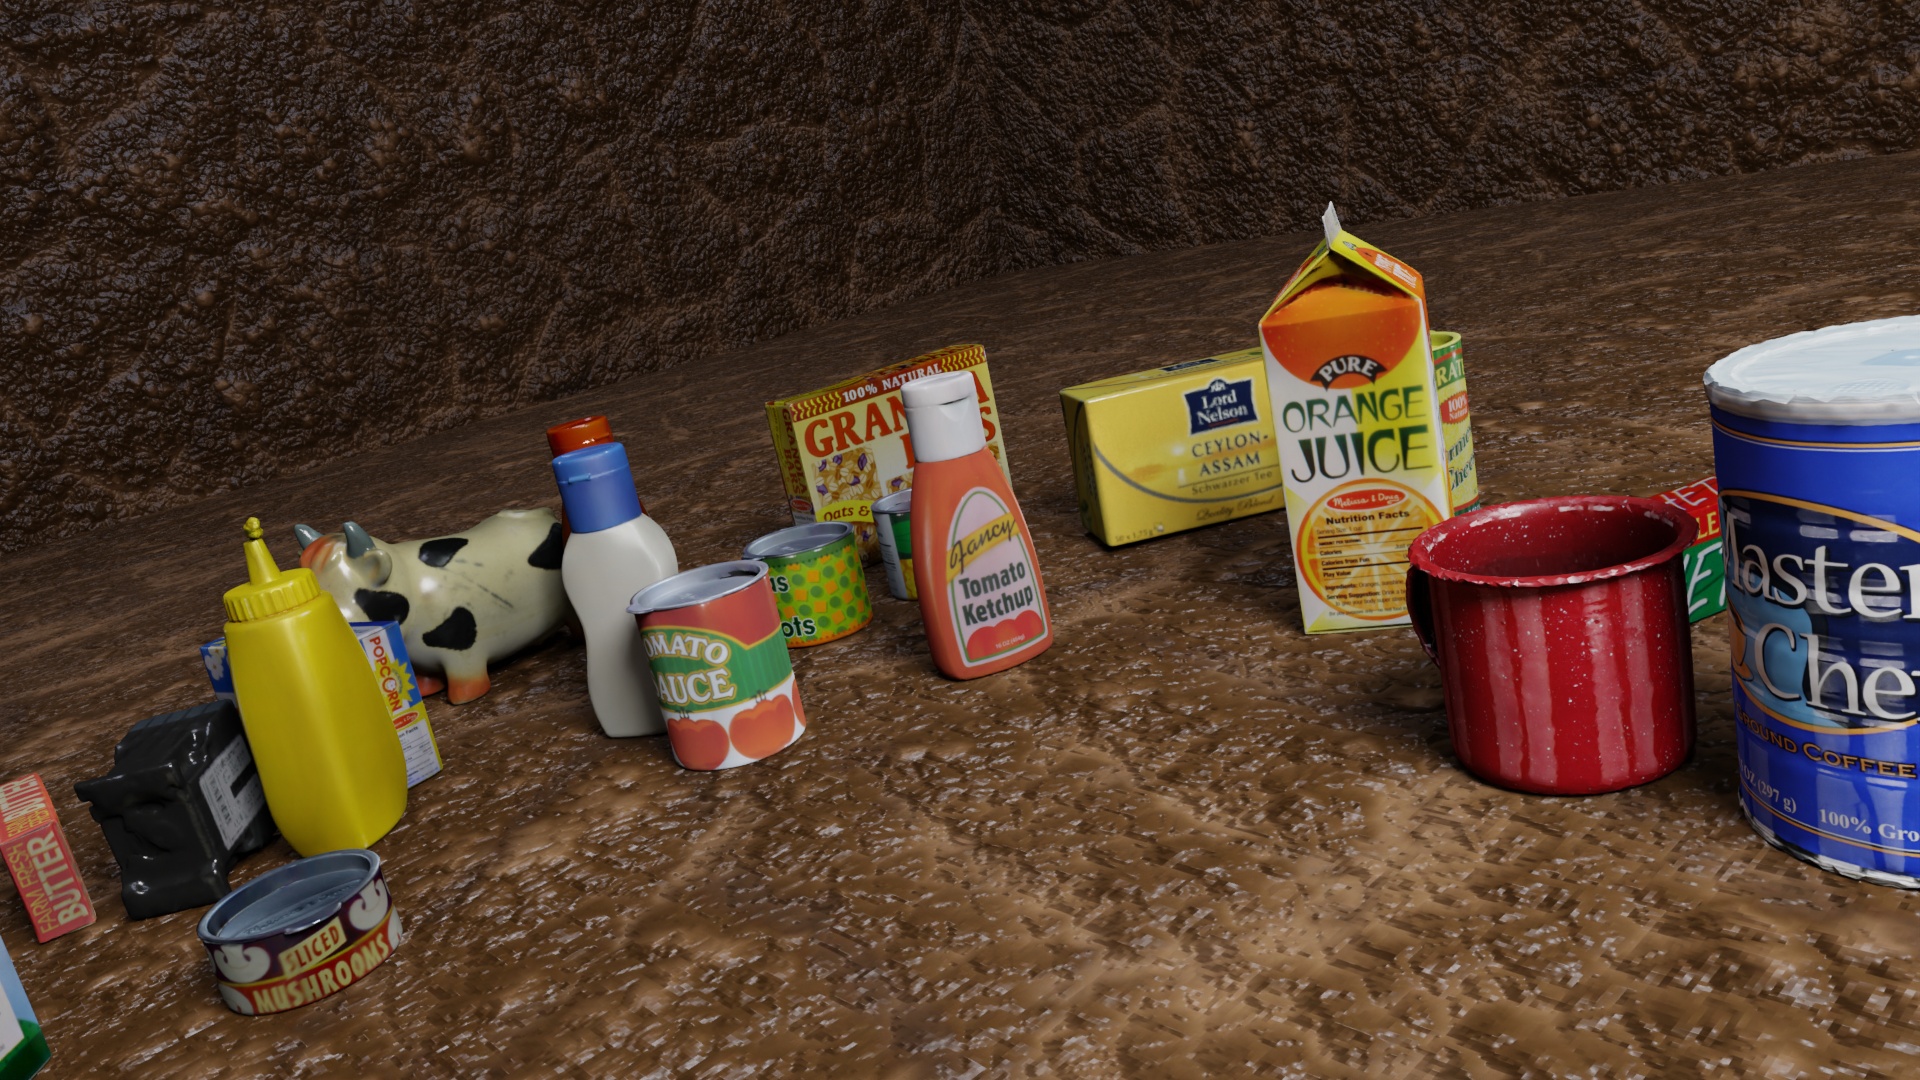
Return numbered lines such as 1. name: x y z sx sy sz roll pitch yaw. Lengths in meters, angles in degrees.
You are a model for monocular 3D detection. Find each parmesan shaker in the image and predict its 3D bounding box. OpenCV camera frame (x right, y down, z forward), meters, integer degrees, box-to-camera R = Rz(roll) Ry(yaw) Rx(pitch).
1. parmesan shaker: 0.252 -0.060 0.775 0.071 0.102 0.071 -12 14 3

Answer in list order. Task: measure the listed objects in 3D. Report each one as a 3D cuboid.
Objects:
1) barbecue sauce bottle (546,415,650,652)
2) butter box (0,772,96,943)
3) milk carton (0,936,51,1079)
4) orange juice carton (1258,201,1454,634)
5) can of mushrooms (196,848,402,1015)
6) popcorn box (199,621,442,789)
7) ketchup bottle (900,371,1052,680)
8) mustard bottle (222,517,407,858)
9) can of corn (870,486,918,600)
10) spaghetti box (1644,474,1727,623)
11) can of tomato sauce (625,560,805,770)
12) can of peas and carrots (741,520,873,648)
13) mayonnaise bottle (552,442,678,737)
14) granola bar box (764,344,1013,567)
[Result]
1. barbecue sauce bottle: -0.211 0.001 0.837 0.043 0.148 0.065 -3 17 34
2. butter box: -0.432 0.147 0.652 0.024 0.053 0.103 -22 17 -34
3. milk carton: -0.385 0.116 0.453 0.072 0.190 0.073 -12 14 0
4. orange juice carton: 0.186 -0.060 0.650 0.073 0.192 0.072 -7 15 21
5. can of mushrooms: -0.251 0.149 0.532 0.071 0.033 0.071 -11 14 3
6. popcorn box: -0.338 0.088 0.734 0.126 0.085 0.038 -3 17 32
7. ketchup bottle: 0.002 -0.009 0.695 0.065 0.148 0.043 -18 15 -23
8. mustard bottle: -0.304 0.065 0.643 0.049 0.159 0.065 -11 14 5
9. can of corn: -0.015 -0.001 0.862 0.071 0.058 0.071 -12 14 3
10. spaghetti box: 0.320 0.001 0.591 0.251 0.050 0.029 -17 15 -18
11. can of tomato sauce: -0.116 0.060 0.664 0.071 0.083 0.071 -12 14 3
12. can of peas and carrots: -0.091 0.026 0.819 0.071 0.058 0.071 -12 14 3
13. mayonnaise bottle: -0.170 0.025 0.709 0.065 0.147 0.041 -10 14 9
14. granola bar box: -0.046 -0.058 0.972 0.166 0.124 0.039 -22 17 -34
